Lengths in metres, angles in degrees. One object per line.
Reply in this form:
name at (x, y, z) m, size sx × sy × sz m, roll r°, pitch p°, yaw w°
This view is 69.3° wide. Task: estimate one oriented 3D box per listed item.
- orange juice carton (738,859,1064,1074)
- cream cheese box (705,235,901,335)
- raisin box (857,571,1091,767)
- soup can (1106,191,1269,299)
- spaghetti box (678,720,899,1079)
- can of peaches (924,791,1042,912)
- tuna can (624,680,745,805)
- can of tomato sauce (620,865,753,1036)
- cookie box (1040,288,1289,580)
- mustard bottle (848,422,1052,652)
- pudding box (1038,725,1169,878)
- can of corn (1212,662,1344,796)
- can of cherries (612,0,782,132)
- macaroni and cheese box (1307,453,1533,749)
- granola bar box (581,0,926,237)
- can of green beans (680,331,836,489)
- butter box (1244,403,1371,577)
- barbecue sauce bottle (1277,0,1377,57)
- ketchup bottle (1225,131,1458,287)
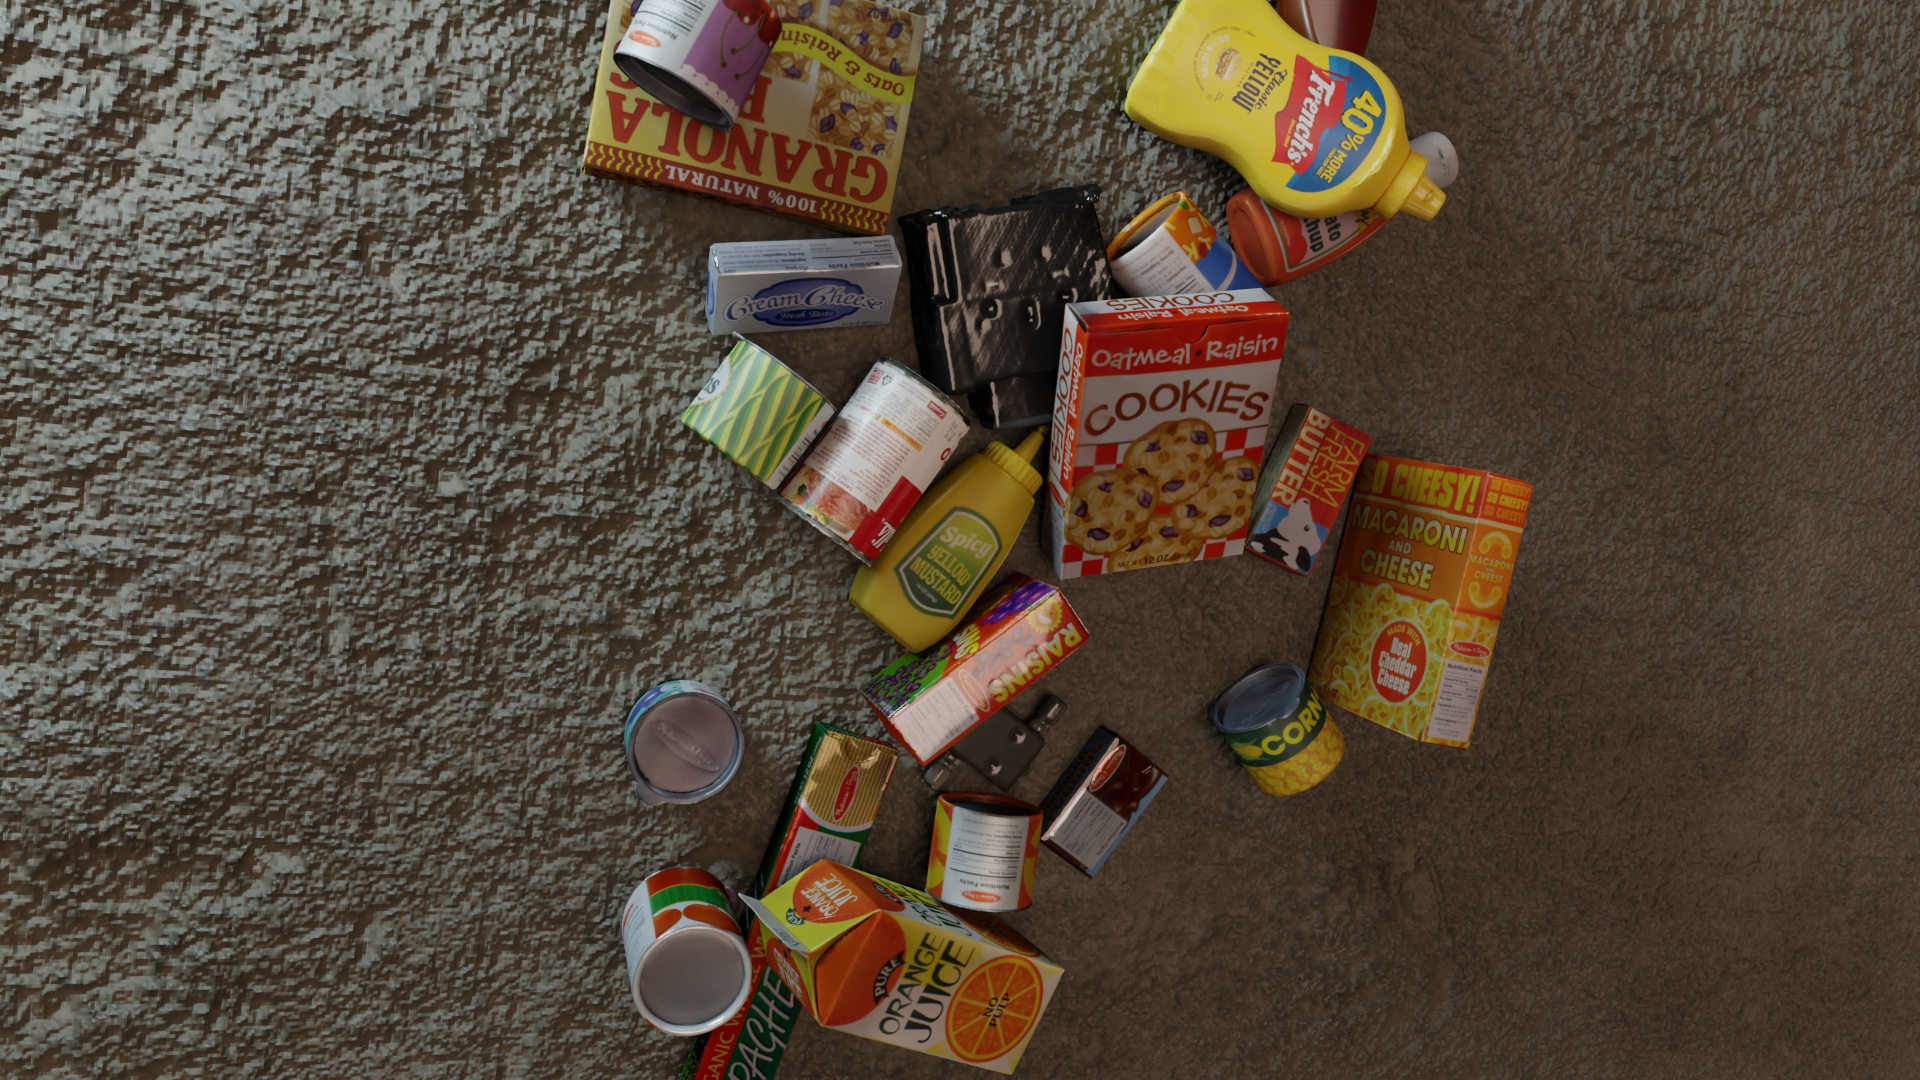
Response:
orange juice carton at (-0.039, 0.245, 0.812) m, size 0.192 × 0.072 × 0.073 m, roll 29°, pitch 87°, yaw -34°
cream cheese box at (-0.088, -0.142, 0.773) m, size 0.104 × 0.053 × 0.024 m, roll -7°, pitch 60°, yaw -17°
raisin box at (0.006, 0.072, 0.817) m, size 0.123 × 0.086 × 0.040 m, roll -36°, pitch 103°, yaw -10°
soup can at (0.136, -0.159, 0.839) m, size 0.071 × 0.071 × 0.083 m, roll -46°, pitch 108°, yaw -7°
spaghetti box at (-0.106, 0.232, 0.835) m, size 0.050 × 0.029 × 0.250 m, roll 21°, pitch 91°, yaw -20°
can of peaches at (0.014, 0.188, 0.848) m, size 0.071 × 0.071 × 0.058 m, roll 7°, pitch 91°, yaw -19°
tuna can at (-0.161, 0.117, 0.798) m, size 0.071 × 0.033 × 0.071 m, roll -3°, pitch 99°, yaw -18°
can of tomato sauce at (-0.155, 0.232, 0.790) m, size 0.071 × 0.083 × 0.071 m, roll -3°, pitch 99°, yaw -17°
cookie box at (0.117, -0.061, 0.813) m, size 0.123 × 0.040 × 0.166 m, roll -7°, pitch 126°, yaw -15°
mustard bottle at (0.003, -0.010, 0.824) m, size 0.065 × 0.049 × 0.160 m, roll 40°, pitch 85°, yaw -20°
pudding box at (0.088, 0.167, 0.888) m, size 0.049 × 0.030 × 0.084 m, roll 39°, pitch 85°, yaw -18°
can of corn at (0.208, 0.123, 0.898) m, size 0.071 × 0.071 × 0.058 m, roll -38°, pitch 108°, yaw -9°
can of cherries at (-0.130, -0.248, 0.697) m, size 0.071 × 0.071 × 0.058 m, roll 27°, pitch 87°, yaw -20°
macaroni and cheese box at (0.288, 0.034, 0.884) m, size 0.040 × 0.124 × 0.166 m, roll 11°, pitch 94°, yaw -22°
granola bar box at (-0.112, -0.244, 0.758) m, size 0.166 × 0.039 × 0.124 m, roll 9°, pitch 94°, yaw -19°
can of green beans at (-0.112, -0.070, 0.769) m, size 0.071 × 0.071 × 0.058 m, roll 38°, pitch 86°, yaw -19°
butter box at (0.222, -0.033, 0.905) m, size 0.053 × 0.024 × 0.103 m, roll 25°, pitch 90°, yaw -19°
barbecue sauce bottle at (0.224, -0.317, 0.855) m, size 0.065 × 0.044 × 0.148 m, roll -1°, pitch 99°, yaw -20°
ketchup bottle at (0.243, -0.215, 0.875) m, size 0.149 × 0.043 × 0.064 m, roll -26°, pitch 102°, yaw -13°
